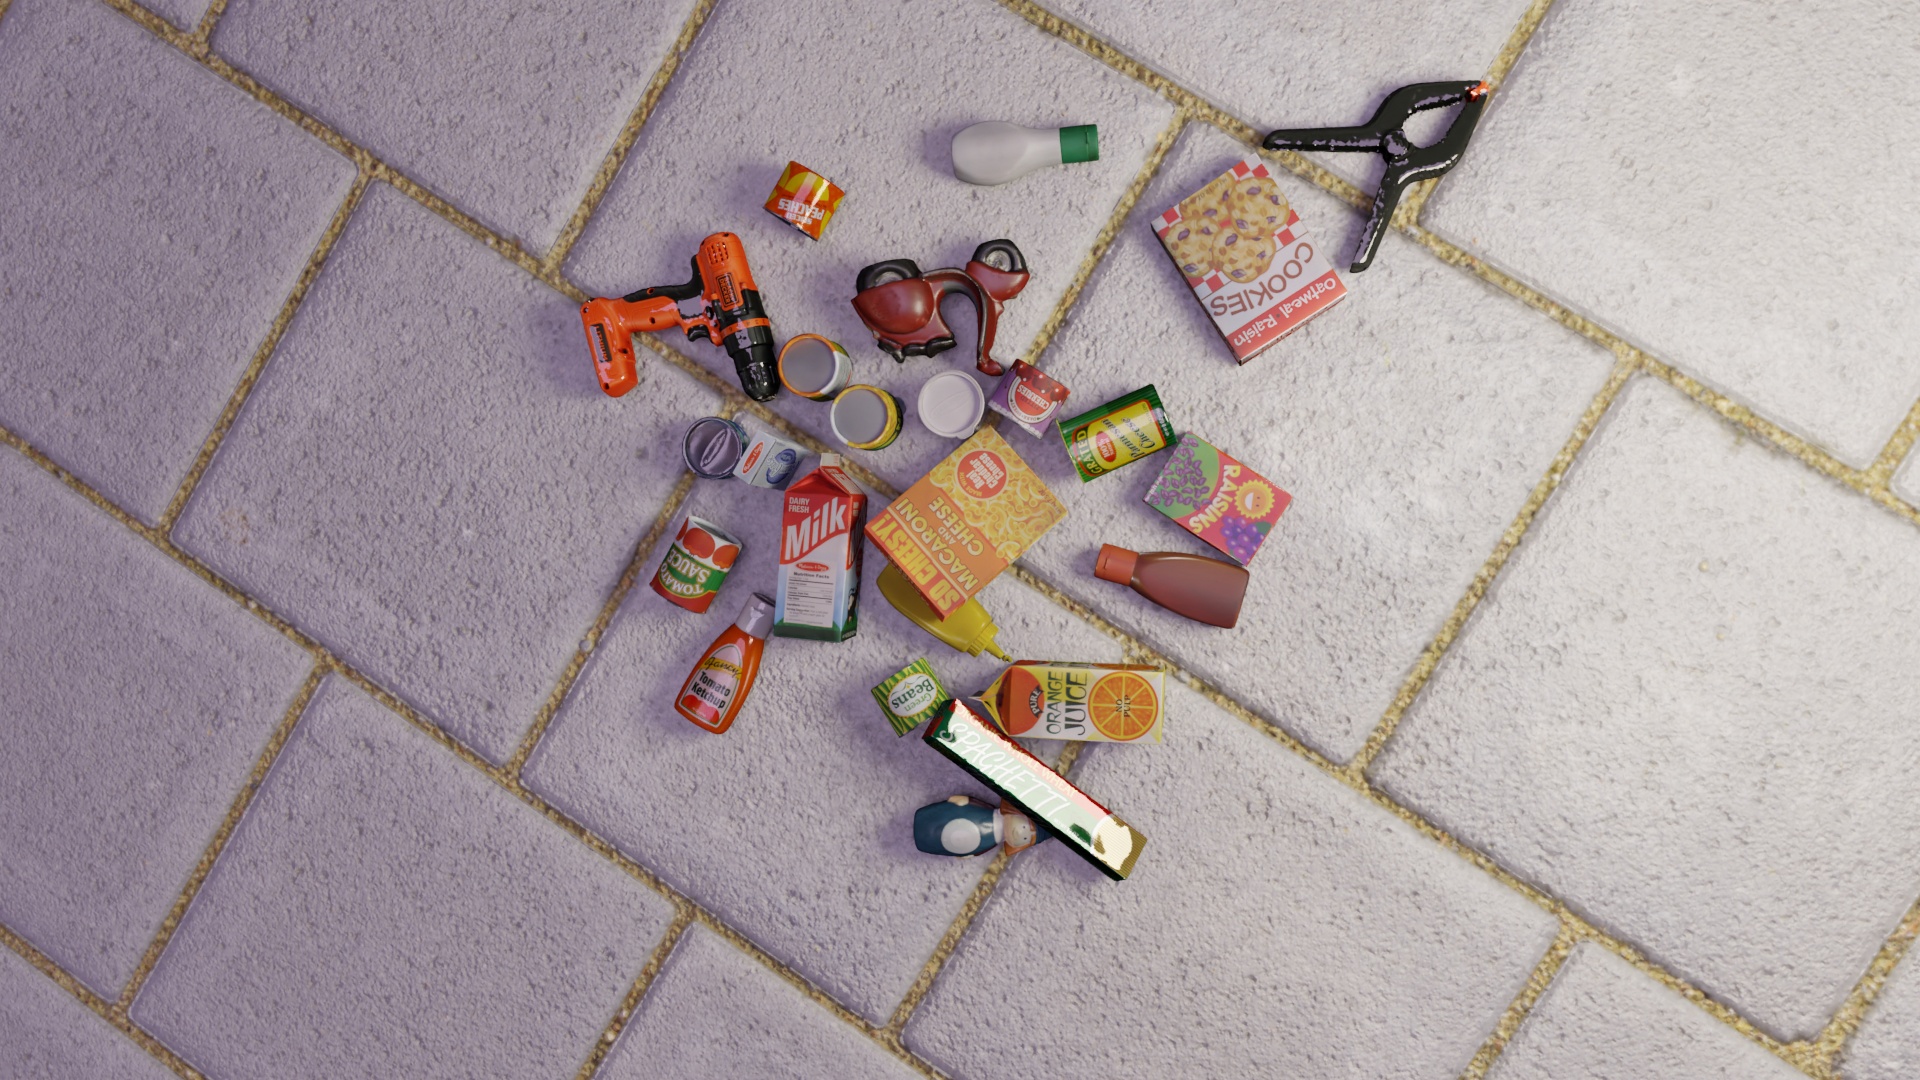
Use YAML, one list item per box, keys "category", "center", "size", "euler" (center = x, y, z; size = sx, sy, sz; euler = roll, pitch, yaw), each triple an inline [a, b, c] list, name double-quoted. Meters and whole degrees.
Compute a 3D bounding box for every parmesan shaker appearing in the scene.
- category: "parmesan shaker"
  center: [0.156, -0.109, 1.383]
  size: [0.103, 0.071, 0.071]
  euler: [-24, 87, 9]

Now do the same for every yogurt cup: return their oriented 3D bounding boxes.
- category: "yogurt cup"
  center: [-0.006, -0.137, 1.415]
  size: [0.072, 0.054, 0.072]
  euler: [0, 91, 9]

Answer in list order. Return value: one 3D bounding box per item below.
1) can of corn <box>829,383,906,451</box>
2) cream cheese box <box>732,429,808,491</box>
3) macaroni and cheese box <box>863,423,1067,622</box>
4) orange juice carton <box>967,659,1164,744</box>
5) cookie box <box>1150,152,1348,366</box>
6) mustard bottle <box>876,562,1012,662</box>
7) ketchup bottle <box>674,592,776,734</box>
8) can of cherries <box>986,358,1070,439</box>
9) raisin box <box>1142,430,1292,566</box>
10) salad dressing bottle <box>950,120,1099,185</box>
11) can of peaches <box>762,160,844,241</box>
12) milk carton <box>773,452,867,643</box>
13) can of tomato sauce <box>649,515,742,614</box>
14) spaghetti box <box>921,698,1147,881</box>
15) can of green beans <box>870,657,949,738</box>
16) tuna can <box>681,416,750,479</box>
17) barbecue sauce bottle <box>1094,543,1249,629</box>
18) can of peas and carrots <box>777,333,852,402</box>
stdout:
- category: "can of corn"
  center: [-0.094, -0.127, 1.426]
  size: [0.071, 0.058, 0.071]
  euler: [0, 91, 9]
- category: "cream cheese box"
  center: [-0.193, -0.081, 1.419]
  size: [0.024, 0.104, 0.053]
  euler: [33, 95, 11]
- category: "macaroni and cheese box"
  center: [0.005, -0.017, 1.395]
  size: [0.167, 0.040, 0.124]
  euler: [-40, 84, -13]
- category: "orange juice carton"
  center: [0.107, 0.159, 1.391]
  size: [0.193, 0.072, 0.073]
  euler: [2, 91, 9]
- category: "cookie box"
  center: [0.285, -0.277, 1.376]
  size: [0.123, 0.040, 0.167]
  euler: [-33, 85, 8]
- category: "mustard bottle"
  center: [-0.011, 0.075, 1.420]
  size: [0.160, 0.049, 0.065]
  euler: [40, 90, 6]
- category: "ketchup bottle"
  center: [-0.239, 0.126, 1.459]
  size: [0.065, 0.043, 0.148]
  euler: [31, 94, 7]
- category: "can of cherries"
  center: [0.069, -0.142, 1.394]
  size: [0.071, 0.071, 0.058]
  euler: [33, 95, 7]
- category: "raisin box"
  center: [0.255, -0.041, 1.383]
  size: [0.123, 0.040, 0.086]
  euler: [33, 95, 8]
- category: "salad dressing bottle"
  center: [0.066, -0.396, 1.407]
  size: [0.148, 0.044, 0.064]
  euler: [-4, 88, 8]
- category: "can of peaches"
  center: [-0.161, -0.349, 1.429]
  size: [0.071, 0.071, 0.058]
  euler: [32, 94, 7]
- category: "milk carton"
  center: [-0.141, 0.005, 1.429]
  size: [0.073, 0.072, 0.190]
  euler: [5, 92, 9]
- category: "can of tomato sauce"
  center: [-0.276, 0.025, 1.450]
  size: [0.071, 0.071, 0.083]
  euler: [30, 95, 7]
- category: "spaghetti box"
  center: [0.074, 0.248, 1.383]
  size: [0.250, 0.028, 0.050]
  euler: [37, 63, -6]
- category: "can of green beans"
  center: [-0.050, 0.160, 1.418]
  size: [0.071, 0.071, 0.058]
  euler: [-33, 86, 8]
- category: "tuna can"
  center: [-0.255, -0.096, 1.465]
  size: [0.071, 0.033, 0.071]
  euler: [0, 91, 9]
- category: "barbecue sauce bottle"
  center: [0.209, 0.039, 1.389]
  size: [0.148, 0.044, 0.064]
  euler: [16, 95, 9]
- category: "can of peas and carrots"
  center: [-0.152, -0.179, 1.435]
  size: [0.071, 0.059, 0.071]
  euler: [0, 90, 9]
